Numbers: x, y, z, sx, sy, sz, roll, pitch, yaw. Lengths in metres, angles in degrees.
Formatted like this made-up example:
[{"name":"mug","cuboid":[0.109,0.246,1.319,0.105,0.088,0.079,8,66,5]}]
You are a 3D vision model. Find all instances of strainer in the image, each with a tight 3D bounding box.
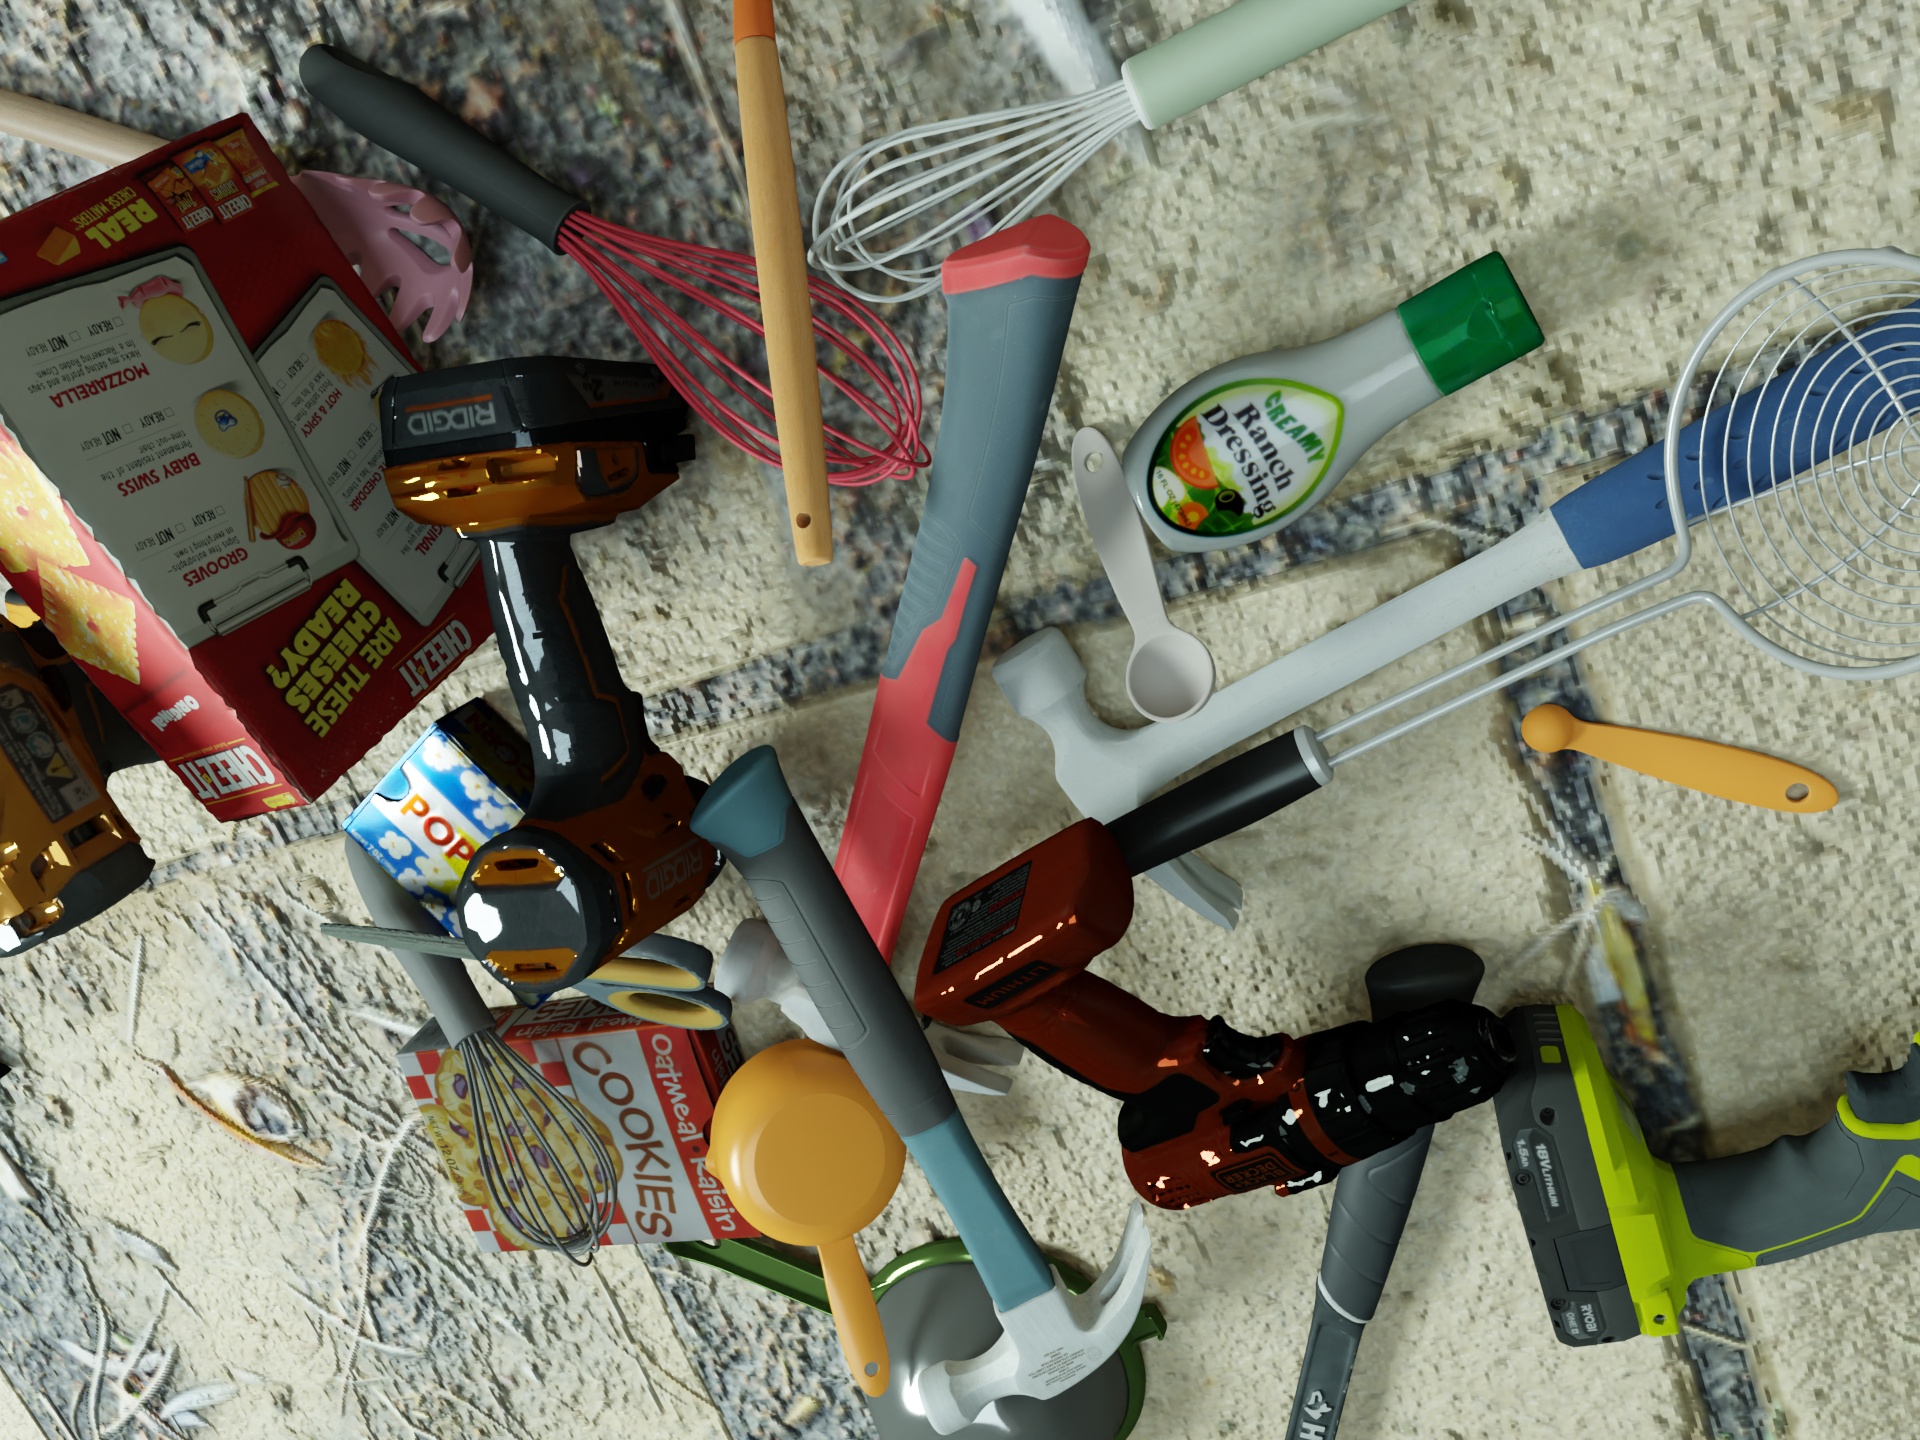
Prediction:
[{"name":"strainer","cuboid":[-0.037,0.314,0.781,0.256,0.069,0.151,21,116,4]}]

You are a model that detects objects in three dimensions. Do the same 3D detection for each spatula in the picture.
[{"name":"spatula","cuboid":[-0.073,-0.214,0.552,0.081,0.041,0.322,-8,86,19]}]

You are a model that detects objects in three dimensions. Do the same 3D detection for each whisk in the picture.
[{"name":"whisk","cuboid":[0.054,-0.212,0.550,0.246,0.059,0.058,-21,88,17]},{"name":"whisk","cuboid":[-0.229,0.146,0.740,0.055,0.055,0.239,-43,73,26]},{"name":"whisk","cuboid":[-0.133,-0.178,0.609,0.296,0.073,0.073,34,117,6]}]

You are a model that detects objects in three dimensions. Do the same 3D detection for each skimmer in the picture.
[{"name":"skimmer","cuboid":[0.162,-0.018,0.535,0.363,0.090,0.127,-29,69,27]}]

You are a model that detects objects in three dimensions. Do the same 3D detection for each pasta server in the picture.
[{"name":"pasta server","cuboid":[-0.335,-0.228,0.654,0.316,0.040,0.060,19,134,9]}]

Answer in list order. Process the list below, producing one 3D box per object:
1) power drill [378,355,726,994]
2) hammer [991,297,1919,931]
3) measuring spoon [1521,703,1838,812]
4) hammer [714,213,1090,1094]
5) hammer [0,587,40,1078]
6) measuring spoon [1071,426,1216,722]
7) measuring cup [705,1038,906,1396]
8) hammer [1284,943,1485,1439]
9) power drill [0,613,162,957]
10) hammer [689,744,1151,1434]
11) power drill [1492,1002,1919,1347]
[{"name":"power drill","cuboid":[-0.145,-0.024,0.635,0.084,0.164,0.226,-5,98,17]},{"name":"hammer","cuboid":[0.212,-0.056,0.575,0.405,0.035,0.144,-30,101,24]},{"name":"measuring spoon","cuboid":[0.272,0.017,0.602,0.117,0.011,0.021,15,115,9]},{"name":"hammer","cuboid":[-0.001,-0.002,0.618,0.143,0.038,0.386,20,127,5]},{"name":"hammer","cuboid":[-0.510,0.061,0.826,0.127,0.034,0.336,38,117,-2]},{"name":"measuring spoon","cuboid":[0.067,-0.056,0.599,0.034,0.018,0.124,-26,69,25]},{"name":"measuring cup","cuboid":[-0.057,0.234,0.726,0.095,0.052,0.173,-16,91,-14]},{"name":"hammer","cuboid":[0.177,0.281,0.727,0.149,0.036,0.408,11,114,10]},{"name":"power drill","cuboid":[-0.340,-0.037,0.629,0.084,0.226,0.185,-21,105,22]},{"name":"hammer","cuboid":[-0.021,0.158,0.671,0.128,0.033,0.330,-26,109,3]},{"name":"power drill","cuboid":[0.327,0.149,0.608,0.228,0.080,0.190,-15,108,18]}]
